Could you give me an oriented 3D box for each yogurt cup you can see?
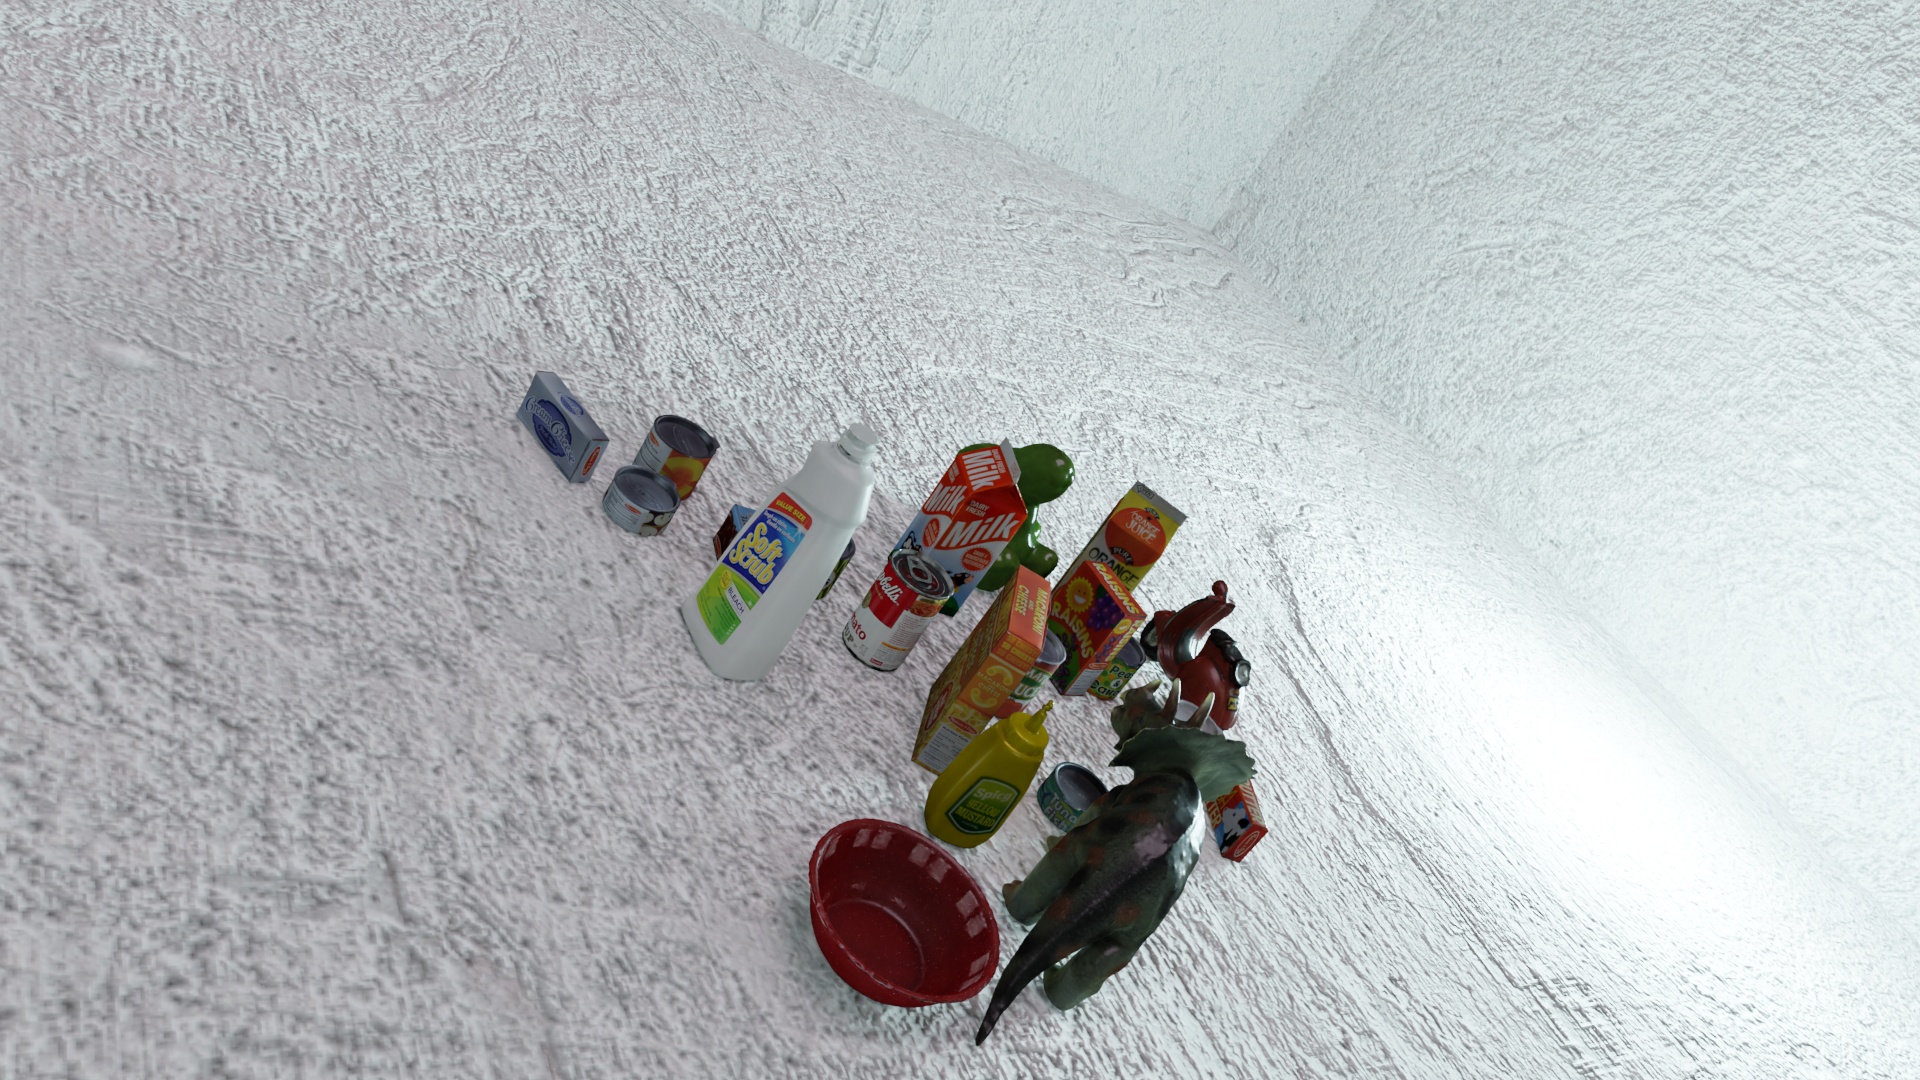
[{"bbox_3d":[0.236,0.212,1.483,0.072,0.053,0.073,27,27,-15],"label":"yogurt cup"}]

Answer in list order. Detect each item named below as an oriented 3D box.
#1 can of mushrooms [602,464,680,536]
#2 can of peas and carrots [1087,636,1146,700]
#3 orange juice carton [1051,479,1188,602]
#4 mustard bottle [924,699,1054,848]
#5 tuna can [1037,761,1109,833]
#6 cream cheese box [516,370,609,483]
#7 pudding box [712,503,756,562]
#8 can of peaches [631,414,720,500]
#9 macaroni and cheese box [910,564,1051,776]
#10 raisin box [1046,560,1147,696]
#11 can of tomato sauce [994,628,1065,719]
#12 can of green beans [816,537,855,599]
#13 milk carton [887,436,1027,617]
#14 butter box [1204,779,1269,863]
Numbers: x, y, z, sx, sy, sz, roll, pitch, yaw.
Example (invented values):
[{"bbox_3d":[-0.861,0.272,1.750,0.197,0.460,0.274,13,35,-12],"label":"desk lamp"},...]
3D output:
[{"bbox_3d":[-0.298,-0.037,1.302,0.071,0.033,0.071,27,27,-15],"label":"can of mushrooms"},{"bbox_3d":[0.161,0.134,1.520,0.071,0.058,0.071,27,27,-15],"label":"can of peas and carrots"},{"bbox_3d":[0.174,0.023,1.567,0.072,0.191,0.073,36,26,2],"label":"orange juice carton"},{"bbox_3d":[0.031,0.190,1.162,0.065,0.159,0.049,24,28,-21],"label":"mustard bottle"},{"bbox_3d":[0.106,0.244,1.303,0.071,0.032,0.071,27,27,-15],"label":"tuna can"},{"bbox_3d":[-0.375,-0.107,1.306,0.104,0.053,0.024,47,29,24],"label":"cream cheese box"},{"bbox_3d":[-0.206,0.011,1.311,0.030,0.049,0.084,18,31,-31],"label":"pudding box"},{"bbox_3d":[-0.280,-0.081,1.366,0.071,0.057,0.071,27,27,-15],"label":"can of peaches"},{"bbox_3d":[0.021,0.119,1.263,0.040,0.165,0.124,31,26,-8],"label":"macaroni and cheese box"},{"bbox_3d":[0.132,0.094,1.480,0.040,0.123,0.086,8,37,-43],"label":"raisin box"},{"bbox_3d":[0.054,0.128,1.378,0.071,0.082,0.071,27,27,-15],"label":"can of tomato sauce"},{"bbox_3d":[-0.145,0.016,1.362,0.071,0.057,0.071,27,27,-15],"label":"can of green beans"},{"bbox_3d":[0.005,-0.018,1.444,0.073,0.189,0.073,21,29,-27],"label":"milk carton"},{"bbox_3d":[0.281,0.275,1.430,0.024,0.053,0.104,25,28,-20],"label":"butter box"}]
